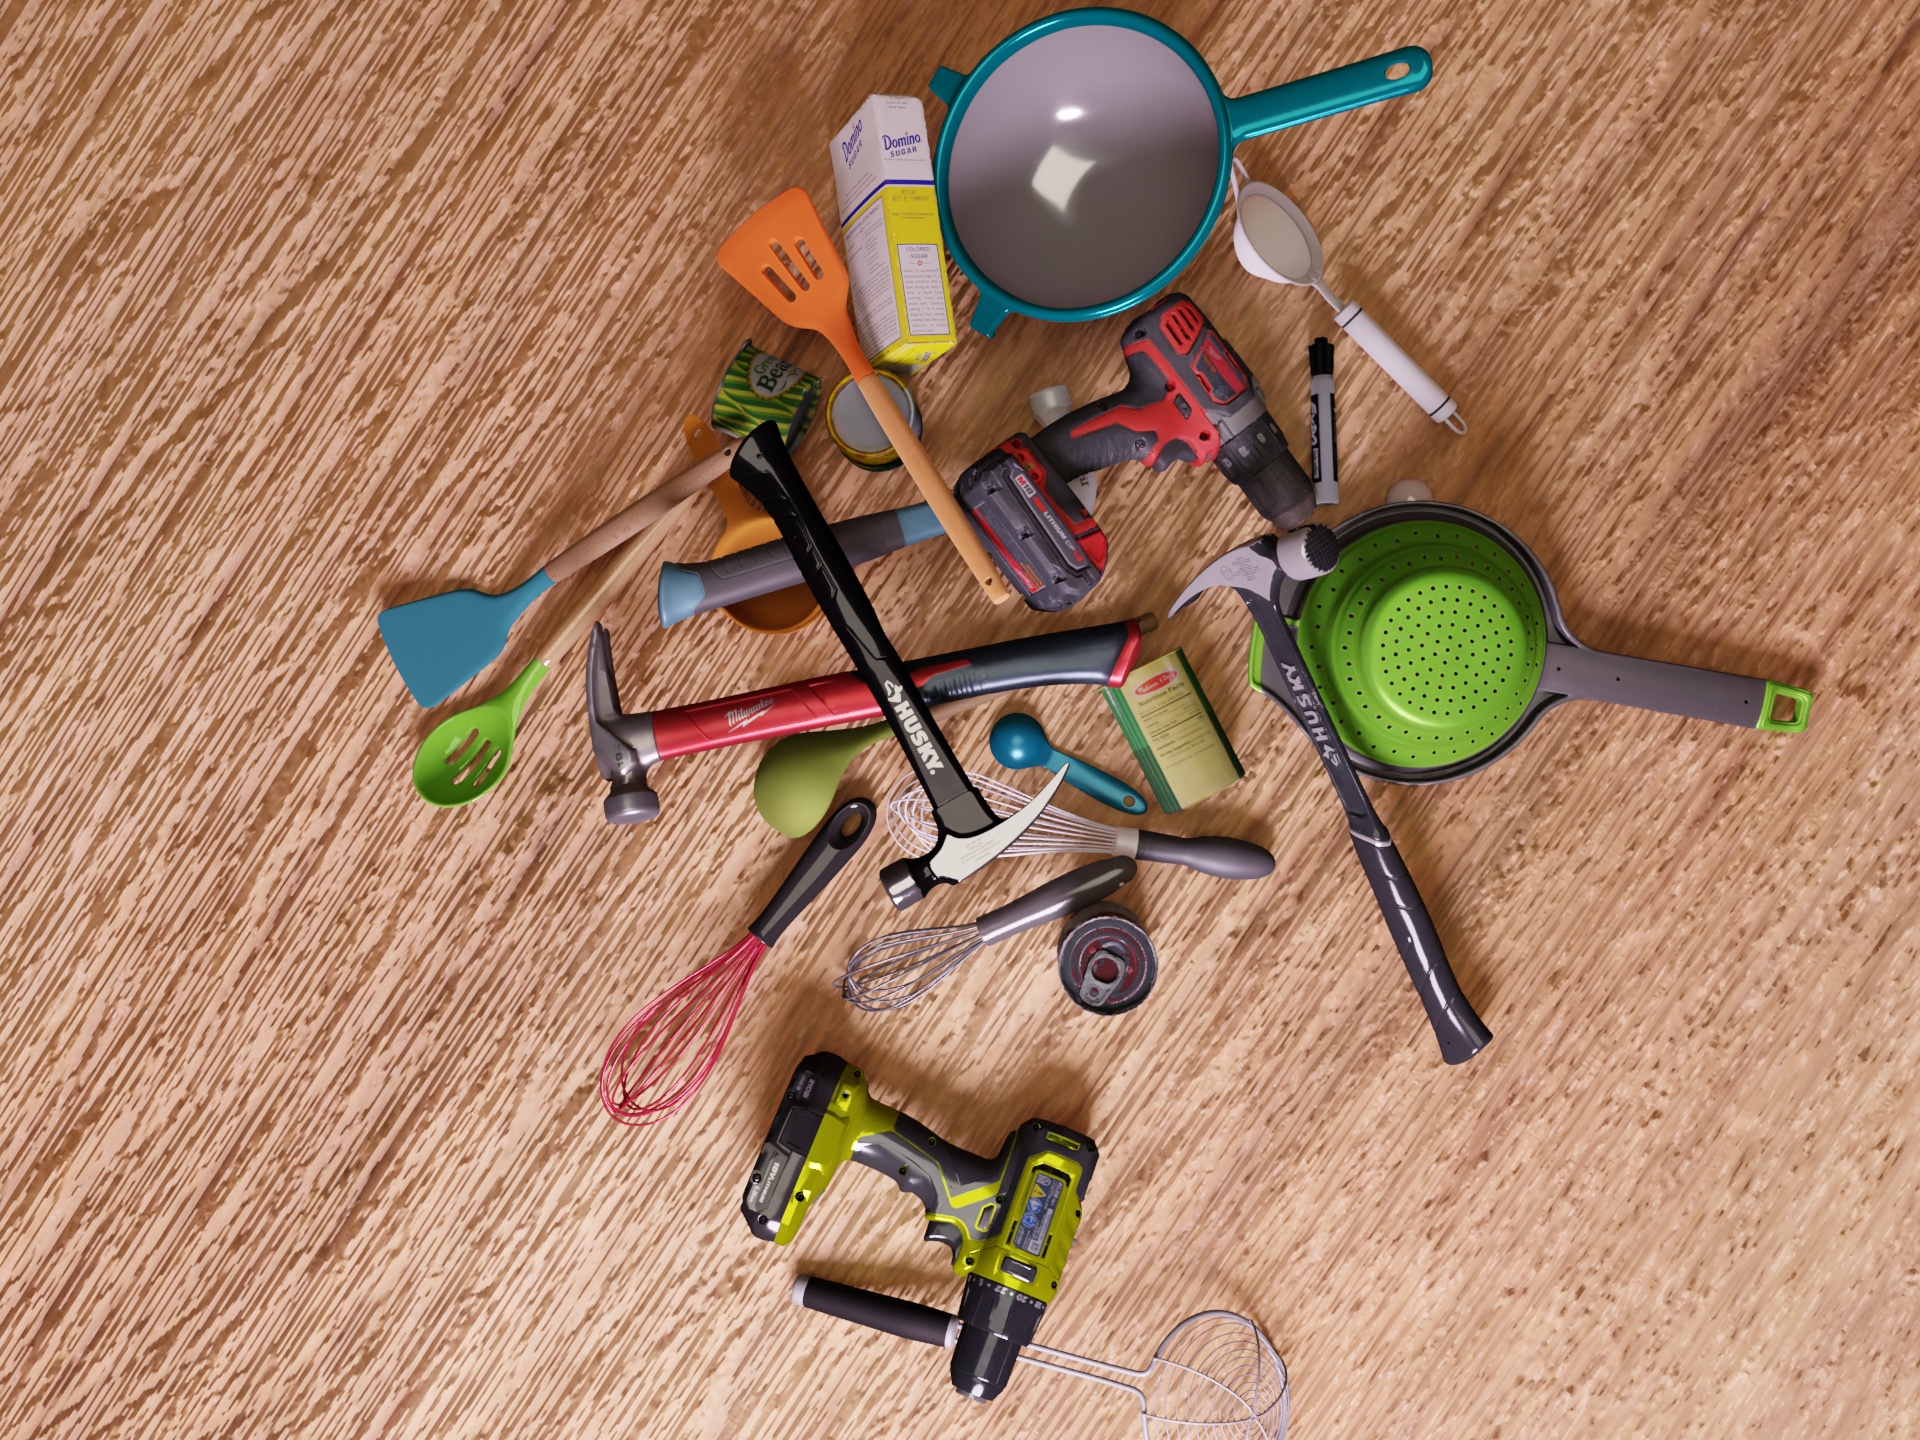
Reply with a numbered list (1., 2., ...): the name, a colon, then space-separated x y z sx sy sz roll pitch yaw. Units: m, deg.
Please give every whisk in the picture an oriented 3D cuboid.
1. whisk: 0.087 0.084 1.147 0.284 0.070 0.070 9 90 -1
2. whisk: -0.159 0.173 1.161 0.073 0.073 0.296 39 86 3
3. whisk: 0.016 0.149 1.136 0.239 0.055 0.055 -25 88 11

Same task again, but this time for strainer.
1. strainer: 0.271 -0.296 1.142 0.258 0.050 0.087 44 49 -3
2. strainer: 0.153 -0.390 1.099 0.340 0.095 0.211 -11 88 18

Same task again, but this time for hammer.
1. hammer: -0.057 -0.053 1.064 0.146 0.035 0.335 -29 84 1
2. hammer: 0.272 0.062 1.106 0.036 0.149 0.409 -32 101 -32
3. hammer: -0.068 -0.034 1.105 0.386 0.038 0.143 -11 78 3
4. hammer: -0.057 -0.133 1.124 0.331 0.033 0.128 -18 92 -13

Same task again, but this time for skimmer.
1. skimmer: 0.057 0.462 1.155 0.363 0.090 0.127 10 70 14

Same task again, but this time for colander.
1. colander: 0.405 -0.037 1.100 0.397 0.094 0.204 10 96 2

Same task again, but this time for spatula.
1. spatula: -0.283 -0.118 1.154 0.317 0.044 0.082 -30 84 18
2. spatula: -0.056 -0.217 1.094 0.081 0.041 0.323 -34 78 16

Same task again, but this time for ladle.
1. ladle: -0.002 -0.004 1.158 0.320 0.078 0.062 -23 132 -5

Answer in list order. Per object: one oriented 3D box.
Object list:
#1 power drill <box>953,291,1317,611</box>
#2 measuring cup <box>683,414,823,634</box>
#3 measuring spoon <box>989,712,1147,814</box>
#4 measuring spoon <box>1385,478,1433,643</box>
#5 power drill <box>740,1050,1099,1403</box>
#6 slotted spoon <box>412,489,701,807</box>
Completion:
1. power drill: 0.130 -0.168 1.114 0.227 0.080 0.188 -39 96 -15
2. measuring cup: -0.154 -0.143 1.162 0.095 0.052 0.173 -28 86 3
3. measuring spoon: 0.080 0.036 1.161 0.128 0.021 0.042 28 92 4
4. measuring spoon: 0.323 -0.114 1.149 0.034 0.018 0.124 4 90 3
5. power drill: -0.034 0.349 1.120 0.228 0.080 0.191 21 71 4
6. slotted spoon: -0.292 -0.061 1.182 0.070 0.031 0.314 40 90 18
